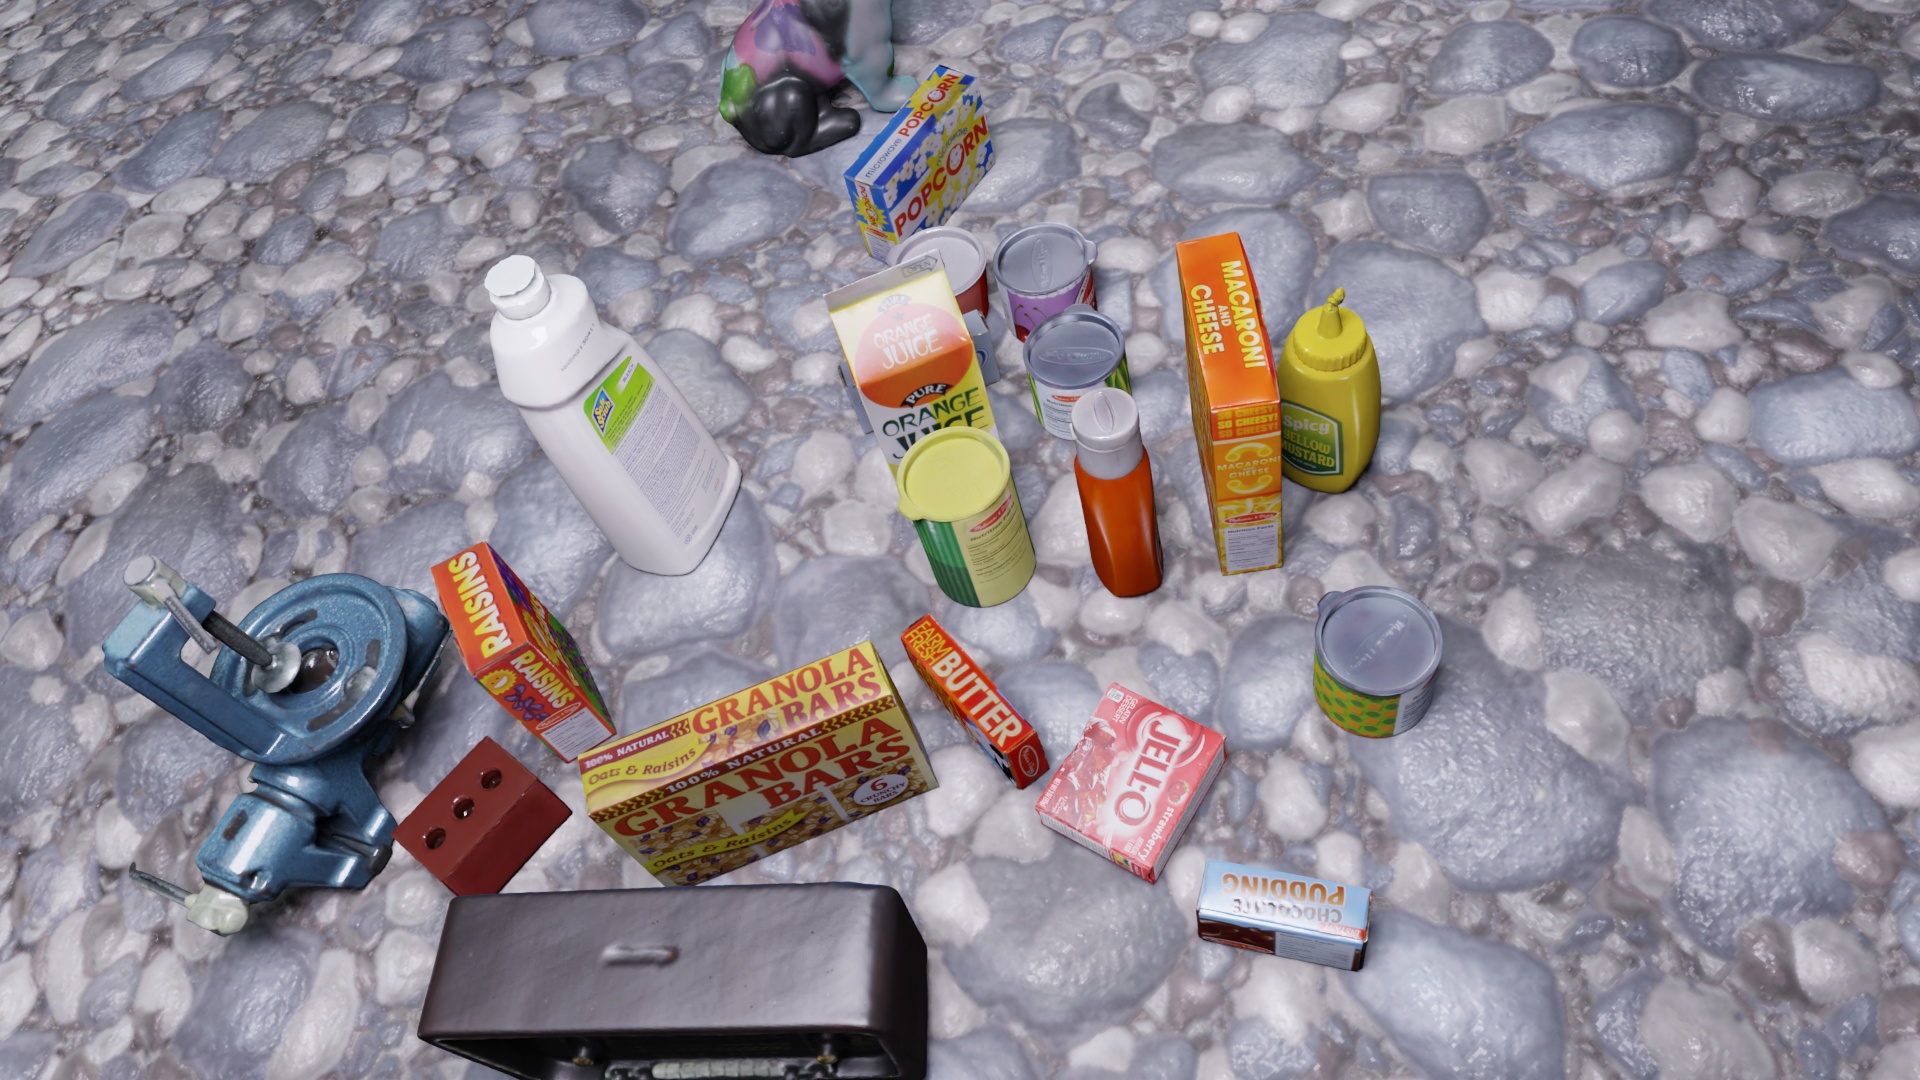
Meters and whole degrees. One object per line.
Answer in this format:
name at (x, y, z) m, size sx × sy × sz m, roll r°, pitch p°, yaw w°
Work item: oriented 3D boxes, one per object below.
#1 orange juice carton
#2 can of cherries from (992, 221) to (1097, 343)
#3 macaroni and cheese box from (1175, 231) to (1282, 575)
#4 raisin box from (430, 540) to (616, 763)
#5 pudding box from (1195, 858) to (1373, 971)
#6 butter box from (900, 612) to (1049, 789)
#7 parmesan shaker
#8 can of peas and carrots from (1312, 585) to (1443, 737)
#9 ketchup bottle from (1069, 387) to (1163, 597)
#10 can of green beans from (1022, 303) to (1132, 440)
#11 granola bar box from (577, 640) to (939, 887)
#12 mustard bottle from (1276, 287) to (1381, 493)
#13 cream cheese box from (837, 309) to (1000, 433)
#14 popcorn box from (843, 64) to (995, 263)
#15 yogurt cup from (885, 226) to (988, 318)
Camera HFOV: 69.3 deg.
orange juice carton at (-0.026, -0.098, 0.845) m, size 0.072 × 0.191 × 0.073 m, roll -21°, pitch 56°, yaw -1°
can of cherries at (0.062, -0.175, 0.958) m, size 0.071 × 0.058 × 0.072 m, roll -6°, pitch 57°, yaw 9°
macaroni and cheese box at (0.158, -0.076, 0.806) m, size 0.040 × 0.165 × 0.124 m, roll -9°, pitch 56°, yaw 7°
raisin box at (-0.260, 0.068, 0.831) m, size 0.040 × 0.123 × 0.086 m, roll -30°, pitch 56°, yaw -7°
pudding box at (0.163, 0.189, 0.702) m, size 0.084 × 0.049 × 0.030 m, roll 7°, pitch 60°, yaw 17°
butter box at (0.007, 0.092, 0.798) m, size 0.024 × 0.053 × 0.104 m, roll -37°, pitch 57°, yaw -12°
parmesan shaker at (0.003, -0.010, 0.836) m, size 0.071 × 0.102 × 0.071 m, roll -6°, pitch 57°, yaw 9°
can of peas and carrots at (0.226, 0.066, 0.763) m, size 0.071 × 0.058 × 0.071 m, roll -6°, pitch 57°, yaw 9°
ketchup bottle at (0.090, -0.029, 0.801) m, size 0.043 × 0.148 × 0.065 m, roll -15°, pitch 56°, yaw 3°
can of green beans at (0.078, -0.108, 0.910) m, size 0.071 × 0.057 × 0.071 m, roll -6°, pitch 57°, yaw 9°
granola bar box at (-0.105, 0.126, 0.758) m, size 0.166 × 0.123 × 0.039 m, roll -22°, pitch 56°, yaw -2°
mustard bottle at (0.211, -0.090, 0.807) m, size 0.065 × 0.159 × 0.049 m, roll 24°, pitch 66°, yaw 25°
cream cheese box at (-0.027, -0.114, 0.940) m, size 0.104 × 0.053 × 0.024 m, roll -22°, pitch 56°, yaw -2°
popcorn box at (-0.028, -0.275, 1.027) m, size 0.038 × 0.085 × 0.127 m, roll 25°, pitch 66°, yaw 25°
yogurt cup at (-0.011, -0.179, 0.979) m, size 0.072 × 0.053 × 0.073 m, roll -6°, pitch 57°, yaw 9°
